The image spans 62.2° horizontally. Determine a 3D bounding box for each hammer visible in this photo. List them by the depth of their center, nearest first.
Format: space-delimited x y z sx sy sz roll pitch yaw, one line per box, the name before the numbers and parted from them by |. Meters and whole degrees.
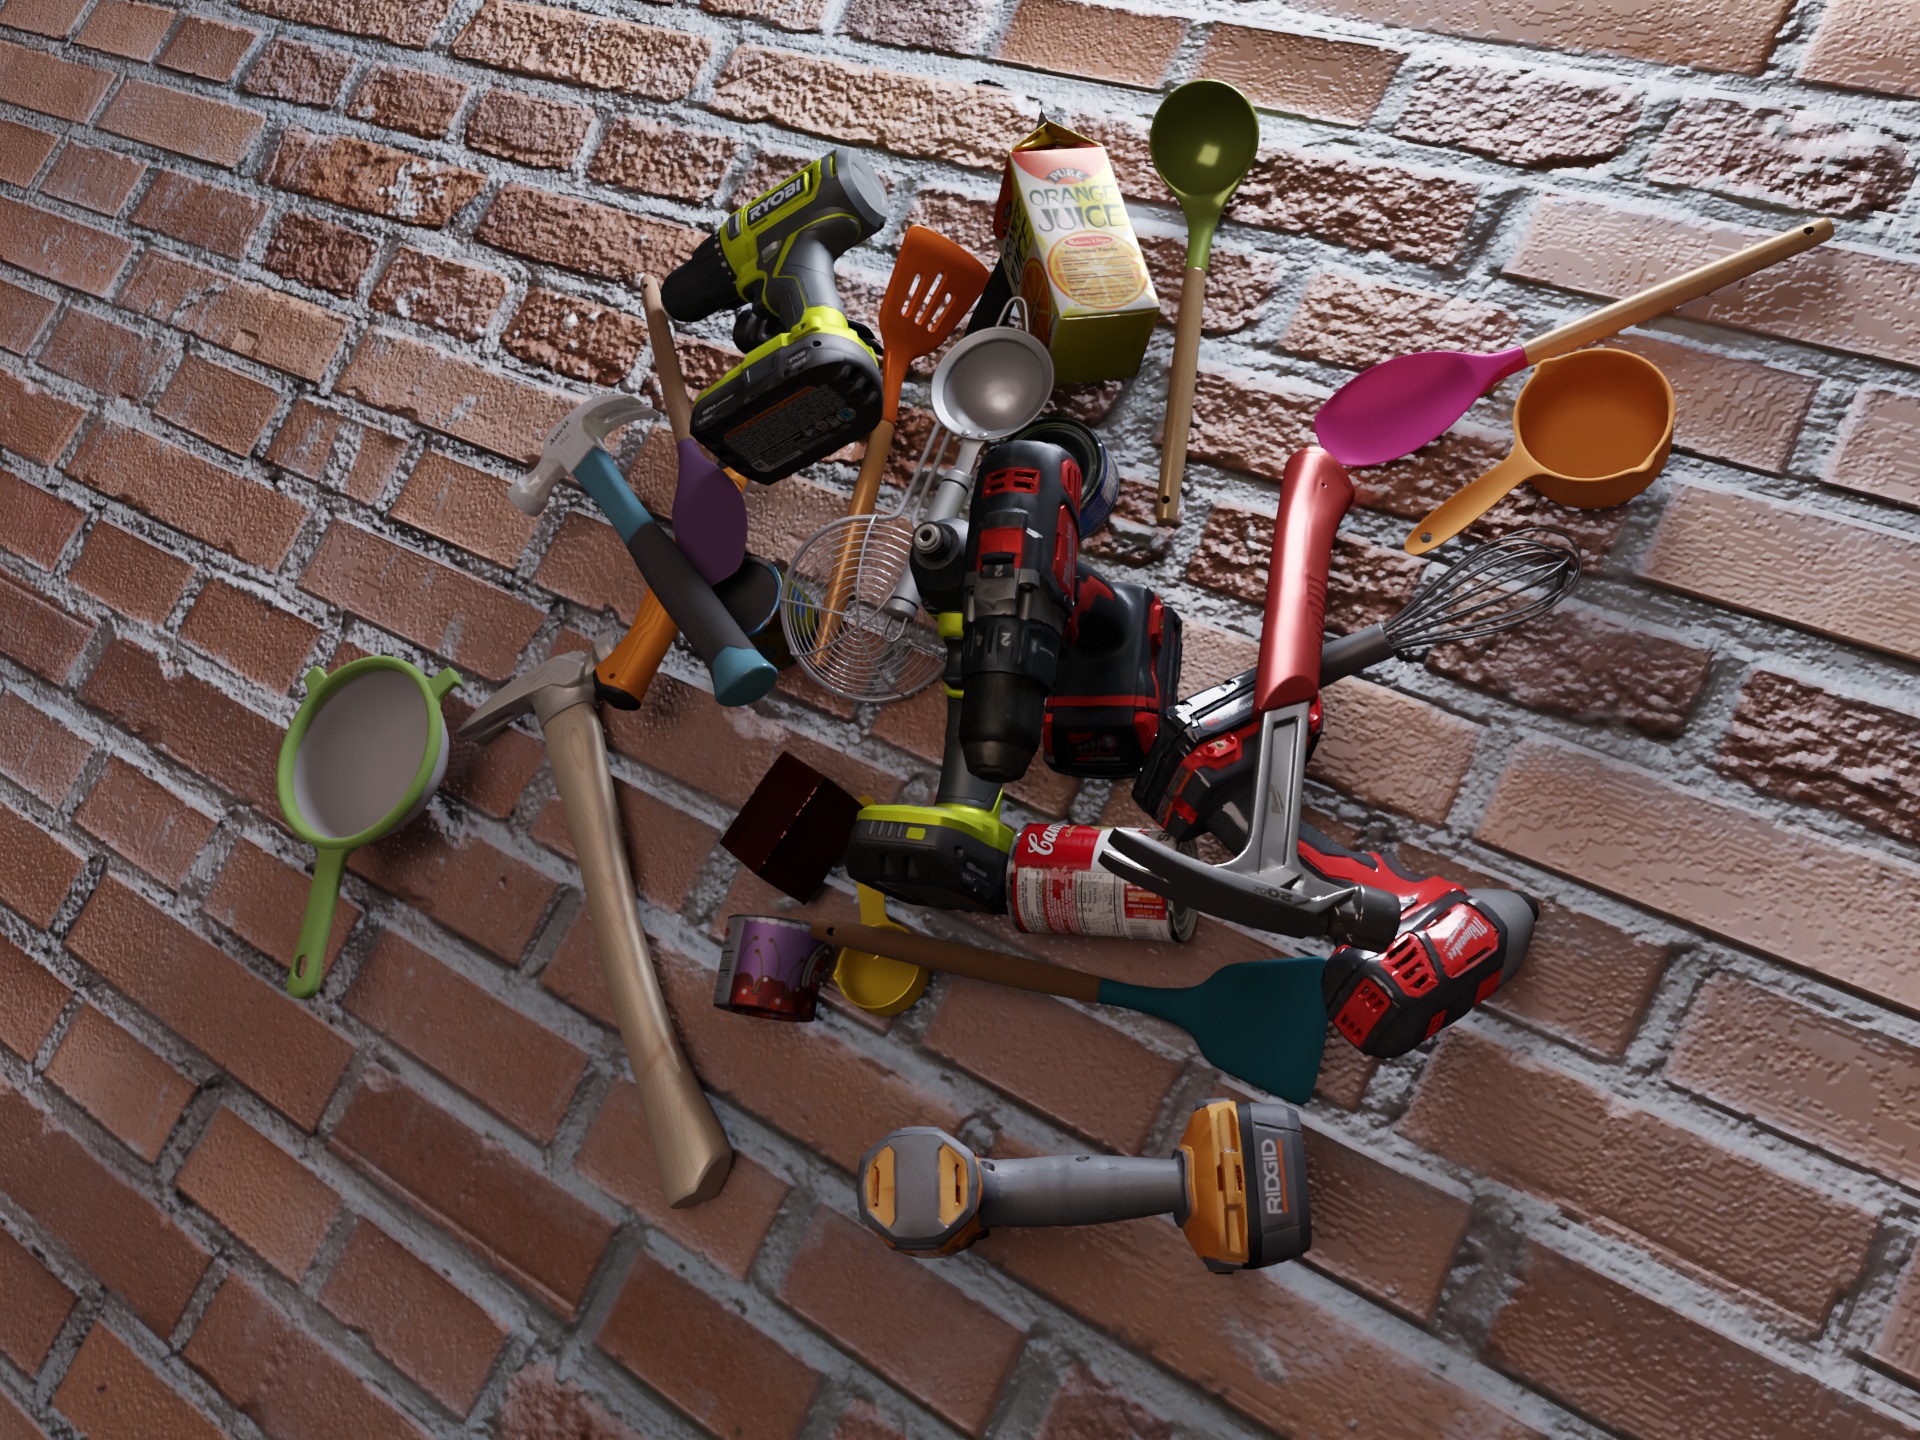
hammer | 0.175 -0.036 0.892 0.149 0.036 0.359 18 48 -2
hammer | -0.245 0.137 1.095 0.146 0.038 0.411 -28 62 13
hammer | -0.215 -0.118 1.105 0.128 0.033 0.331 -48 52 11
hammer | -0.171 -0.157 1.156 0.127 0.034 0.337 13 69 28

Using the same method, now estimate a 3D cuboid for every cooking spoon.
cooking spoon | 0.374 -0.236 0.985 0.319 0.017 0.069 -22 64 15

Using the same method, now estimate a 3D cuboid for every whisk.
whisk | 0.252 -0.051 0.951 0.239 0.055 0.055 -24 63 18

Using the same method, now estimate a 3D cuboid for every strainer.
strainer | -0.001 -0.162 1.045 0.087 0.050 0.258 14 69 22
strainer | -0.441 0.082 1.182 0.151 0.069 0.256 1 73 25

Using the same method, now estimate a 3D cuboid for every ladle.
ladle | 0.153 -0.286 1.079 0.078 0.062 0.320 2 74 24

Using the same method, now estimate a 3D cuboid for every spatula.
spatula | 0.056 0.152 0.941 0.317 0.044 0.082 9 81 16
spatula | -0.055 -0.191 1.134 0.041 0.081 0.323 2 74 50
spatula | -0.204 -0.222 1.174 0.060 0.018 0.316 -28 56 14

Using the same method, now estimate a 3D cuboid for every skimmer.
skimmer | -0.017 -0.186 1.121 0.127 0.090 0.363 20 66 3

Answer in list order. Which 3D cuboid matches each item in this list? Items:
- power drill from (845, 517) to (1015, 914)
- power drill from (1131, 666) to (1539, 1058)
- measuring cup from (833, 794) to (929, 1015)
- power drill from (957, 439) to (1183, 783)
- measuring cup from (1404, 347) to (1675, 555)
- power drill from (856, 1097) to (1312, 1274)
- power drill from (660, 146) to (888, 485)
power drill | -0.002 -0.003 0.971 0.080 0.171 0.223 3 75 24
power drill | 0.211 0.072 0.881 0.143 0.078 0.220 -22 57 -31
measuring cup | -0.052 0.119 1.032 0.062 0.029 0.157 -18 53 13
power drill | 0.059 -0.031 0.920 0.080 0.226 0.188 -1 70 23
measuring cup | 0.341 -0.144 0.946 0.173 0.052 0.095 -37 61 8
power drill | 0.062 0.258 0.862 0.226 0.185 0.084 -2 68 2
power drill | -0.138 -0.286 1.142 0.190 0.080 0.229 -24 53 25
